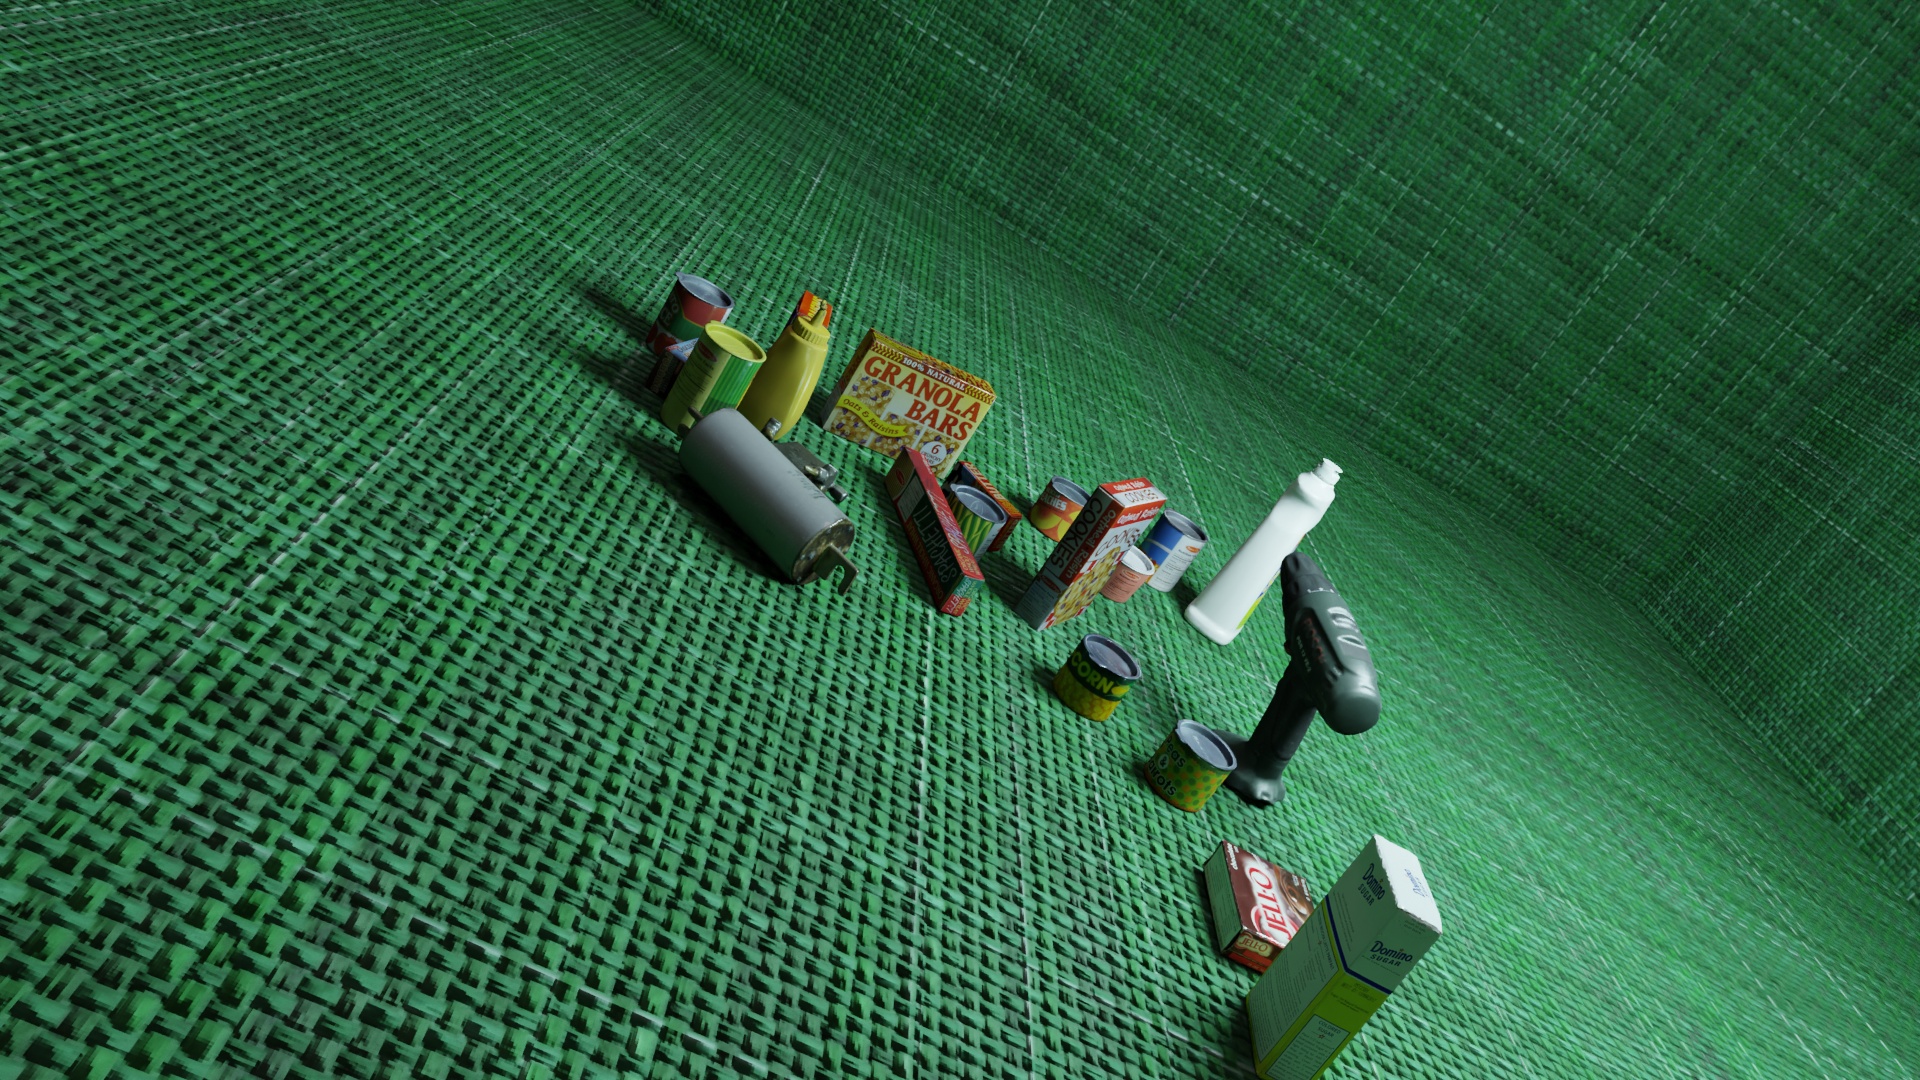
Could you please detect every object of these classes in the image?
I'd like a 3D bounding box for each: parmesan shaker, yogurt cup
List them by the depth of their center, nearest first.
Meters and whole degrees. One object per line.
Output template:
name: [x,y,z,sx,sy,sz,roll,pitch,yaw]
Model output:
parmesan shaker: [-0.247,-0.155,1.372,0.071,0.102,0.071,29,22,-12]
yogurt cup: [0.186,0.036,1.636,0.072,0.053,0.073,28,22,-12]

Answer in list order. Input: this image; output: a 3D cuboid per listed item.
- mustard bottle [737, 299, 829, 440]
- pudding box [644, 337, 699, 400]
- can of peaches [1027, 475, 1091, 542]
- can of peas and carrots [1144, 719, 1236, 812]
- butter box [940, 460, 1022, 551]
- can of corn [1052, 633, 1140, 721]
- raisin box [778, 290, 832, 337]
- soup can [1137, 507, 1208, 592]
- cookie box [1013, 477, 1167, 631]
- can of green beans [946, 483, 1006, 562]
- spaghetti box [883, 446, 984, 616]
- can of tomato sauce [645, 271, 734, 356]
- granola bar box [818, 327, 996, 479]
mustard bottle: [-0.175,-0.182,1.452,0.065,0.159,0.049,34,21,2]
pudding box: [-0.287,-0.179,1.438,0.030,0.049,0.084,35,21,4]
can of peaches: [0.123,-0.037,1.697,0.071,0.058,0.071,28,22,-12]
can of peas and carrots: [0.212,0.210,1.298,0.071,0.058,0.071,28,22,-12]
butter box: [0.021,-0.039,1.566,0.024,0.053,0.104,5,35,-51]
can of corn: [0.130,0.133,1.347,0.071,0.058,0.071,28,22,-12]
raisin box: [-0.188,-0.205,1.531,0.040,0.123,0.086,28,22,-13]
soup can: [0.260,0.012,1.750,0.071,0.083,0.071,29,22,-12]
cookie box: [0.137,0.012,1.466,0.040,0.166,0.123,41,22,18]
can of green beans: [0.007,-0.017,1.495,0.071,0.057,0.071,28,22,-12]
spaghetti box: [-0.031,-0.014,1.444,0.028,0.050,0.251,21,25,-29]
can of tomato sauce: [-0.295,-0.238,1.505,0.071,0.082,0.071,29,22,-12]
granola bar box: [-0.061,-0.156,1.603,0.165,0.123,0.039,22,24,-27]
